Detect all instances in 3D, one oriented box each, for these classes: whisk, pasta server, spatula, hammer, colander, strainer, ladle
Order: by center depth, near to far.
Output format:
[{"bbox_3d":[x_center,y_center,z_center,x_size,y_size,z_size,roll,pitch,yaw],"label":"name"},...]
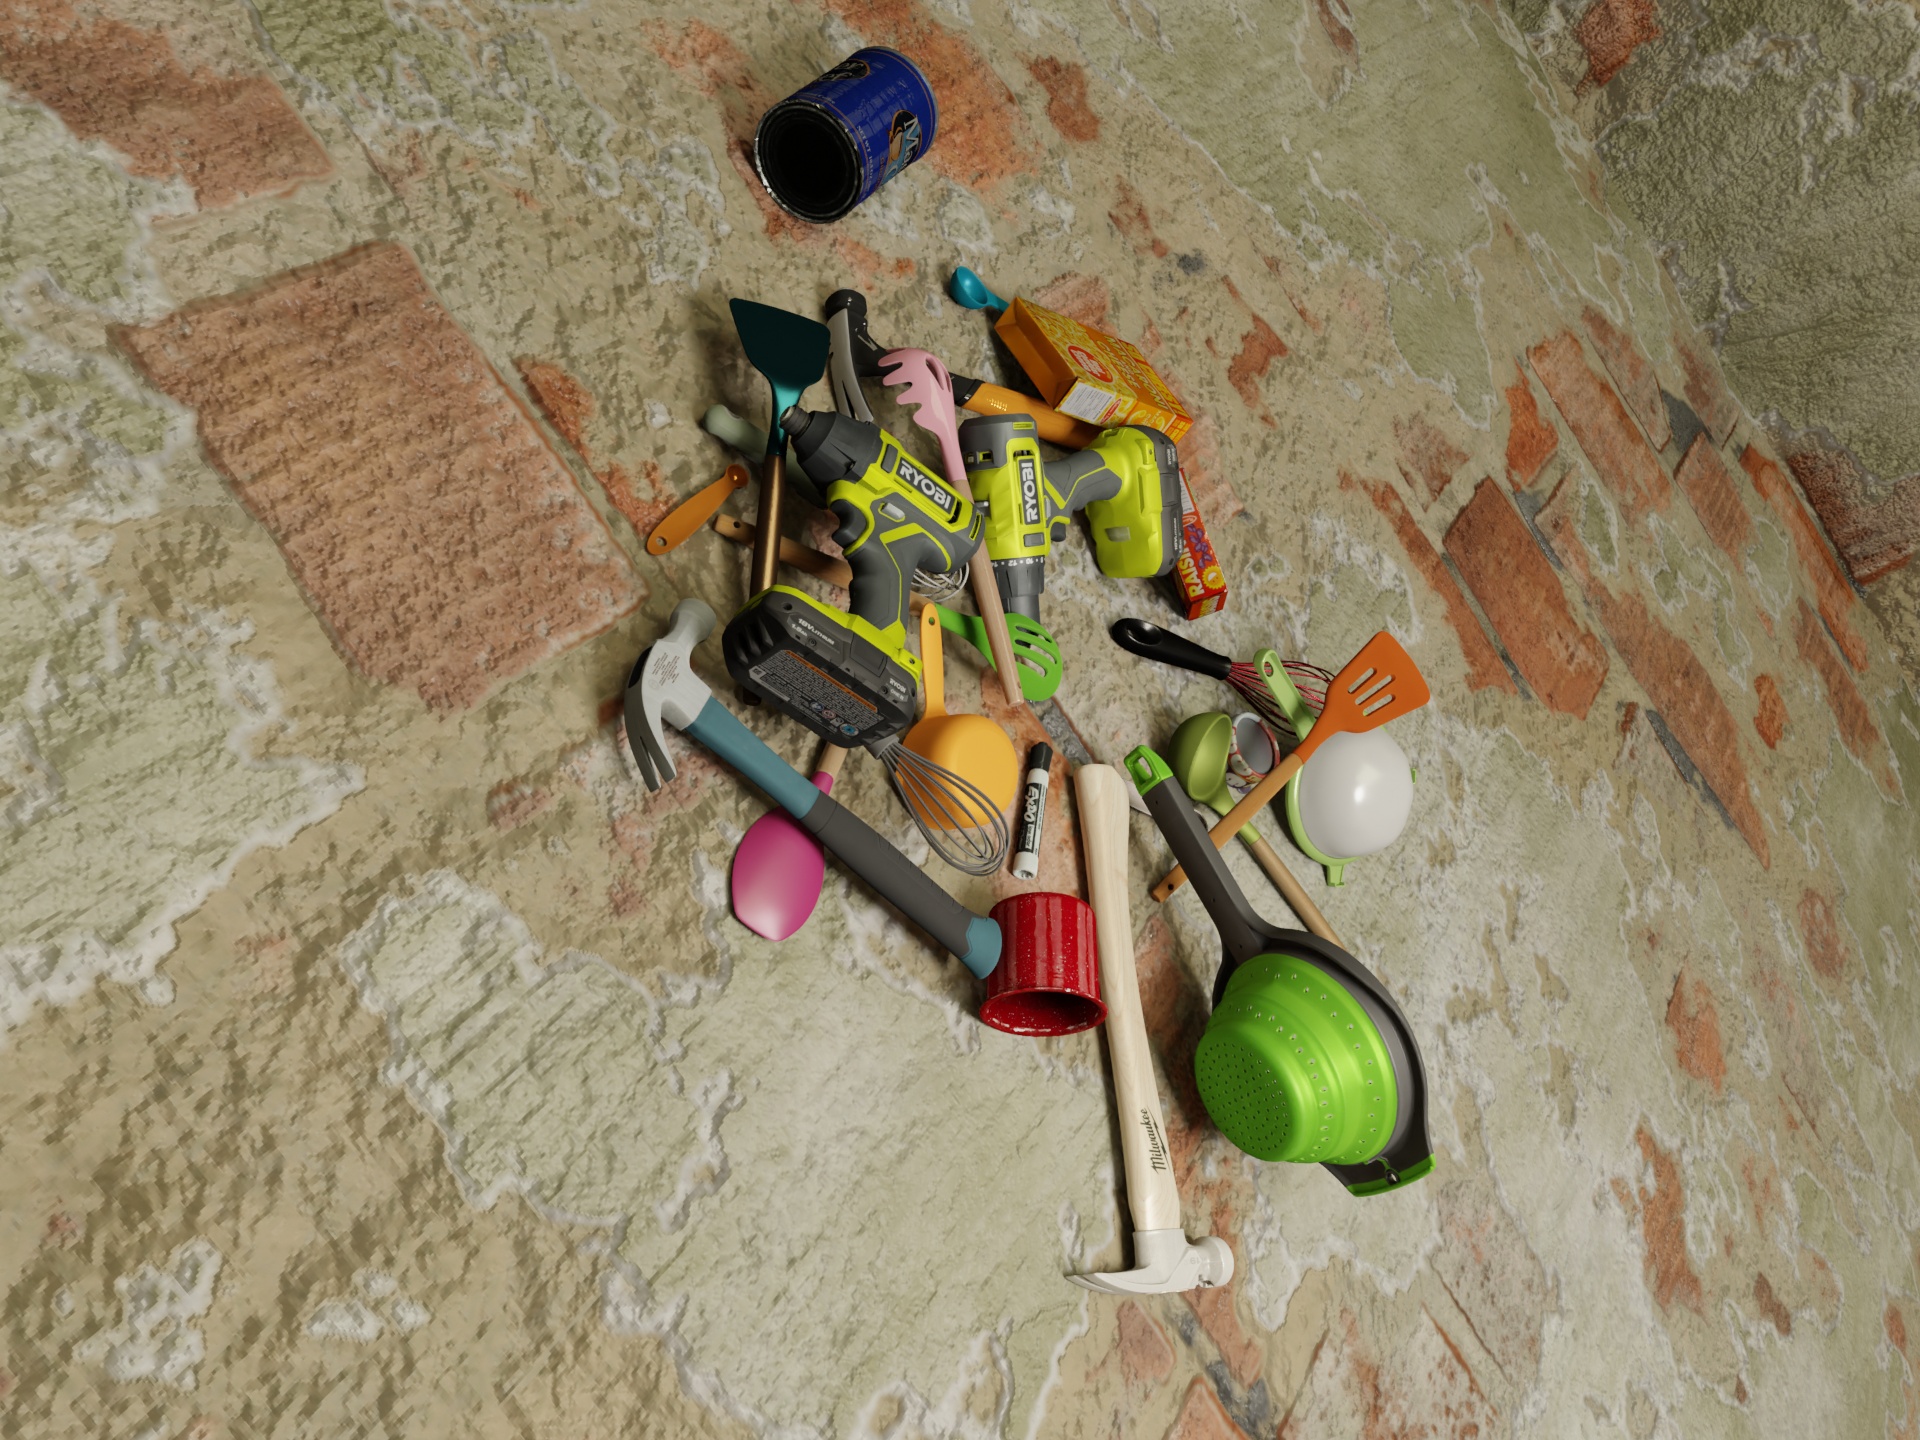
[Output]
[{"bbox_3d":[-0.094,0.065,1.094,0.330,0.033,0.128,42,48,-18],"label":"hammer"},{"bbox_3d":[-0.052,0.018,1.135,0.239,0.055,0.055,46,43,10],"label":"whisk"},{"bbox_3d":[-0.140,-0.164,1.161,0.082,0.044,0.318,11,76,-26],"label":"spatula"},{"bbox_3d":[-0.094,-0.167,1.226,0.246,0.059,0.058,33,14,-23],"label":"whisk"},{"bbox_3d":[0.121,0.230,1.239,0.146,0.038,0.411,11,63,-38],"label":"hammer"},{"bbox_3d":[-0.001,-0.158,1.247,0.060,0.040,0.316,5,66,-52],"label":"pasta server"},{"bbox_3d":[0.210,0.202,1.247,0.094,0.204,0.397,-20,73,-34],"label":"colander"},{"bbox_3d":[0.281,0.048,1.380,0.322,0.041,0.081,-41,102,-20],"label":"spatula"},{"bbox_3d":[0.028,-0.274,1.393,0.336,0.034,0.127,9,64,-40],"label":"hammer"},{"bbox_3d":[0.287,0.125,1.429,0.320,0.062,0.078,52,56,-15],"label":"ladle"},{"bbox_3d":[0.350,0.030,1.457,0.151,0.069,0.256,-50,122,-20],"label":"strainer"},{"bbox_3d":[0.260,-0.042,1.485,0.295,0.073,0.073,18,59,-29],"label":"whisk"}]

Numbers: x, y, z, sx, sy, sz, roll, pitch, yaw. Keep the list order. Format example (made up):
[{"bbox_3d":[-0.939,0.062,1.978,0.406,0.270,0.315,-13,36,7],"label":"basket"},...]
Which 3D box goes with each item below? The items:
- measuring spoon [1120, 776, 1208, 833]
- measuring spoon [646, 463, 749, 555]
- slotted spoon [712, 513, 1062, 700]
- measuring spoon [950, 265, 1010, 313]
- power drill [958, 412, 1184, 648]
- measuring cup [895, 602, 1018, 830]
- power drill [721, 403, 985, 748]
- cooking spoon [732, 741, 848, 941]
[{"bbox_3d":[0.162,0.075,1.368,0.124,0.018,0.034,28,63,-22],"label":"measuring spoon"},{"bbox_3d":[-0.191,-0.151,1.152,0.021,0.011,0.117,47,49,-10],"label":"measuring spoon"},{"bbox_3d":[-0.045,-0.092,1.219,0.313,0.031,0.070,22,60,-24],"label":"slotted spoon"},{"bbox_3d":[0.033,-0.375,1.463,0.128,0.021,0.042,22,47,-45],"label":"measuring spoon"},{"bbox_3d":[0.093,-0.165,1.357,0.228,0.080,0.190,-13,100,-45],"label":"power drill"},{"bbox_3d":[-0.002,-0.004,1.193,0.095,0.052,0.173,-6,92,-42],"label":"measuring cup"},{"bbox_3d":[-0.078,-0.108,1.115,0.171,0.080,0.223,34,50,-25],"label":"power drill"},{"bbox_3d":[-0.091,0.021,1.154,0.068,0.017,0.319,37,49,-20],"label":"cooking spoon"}]
